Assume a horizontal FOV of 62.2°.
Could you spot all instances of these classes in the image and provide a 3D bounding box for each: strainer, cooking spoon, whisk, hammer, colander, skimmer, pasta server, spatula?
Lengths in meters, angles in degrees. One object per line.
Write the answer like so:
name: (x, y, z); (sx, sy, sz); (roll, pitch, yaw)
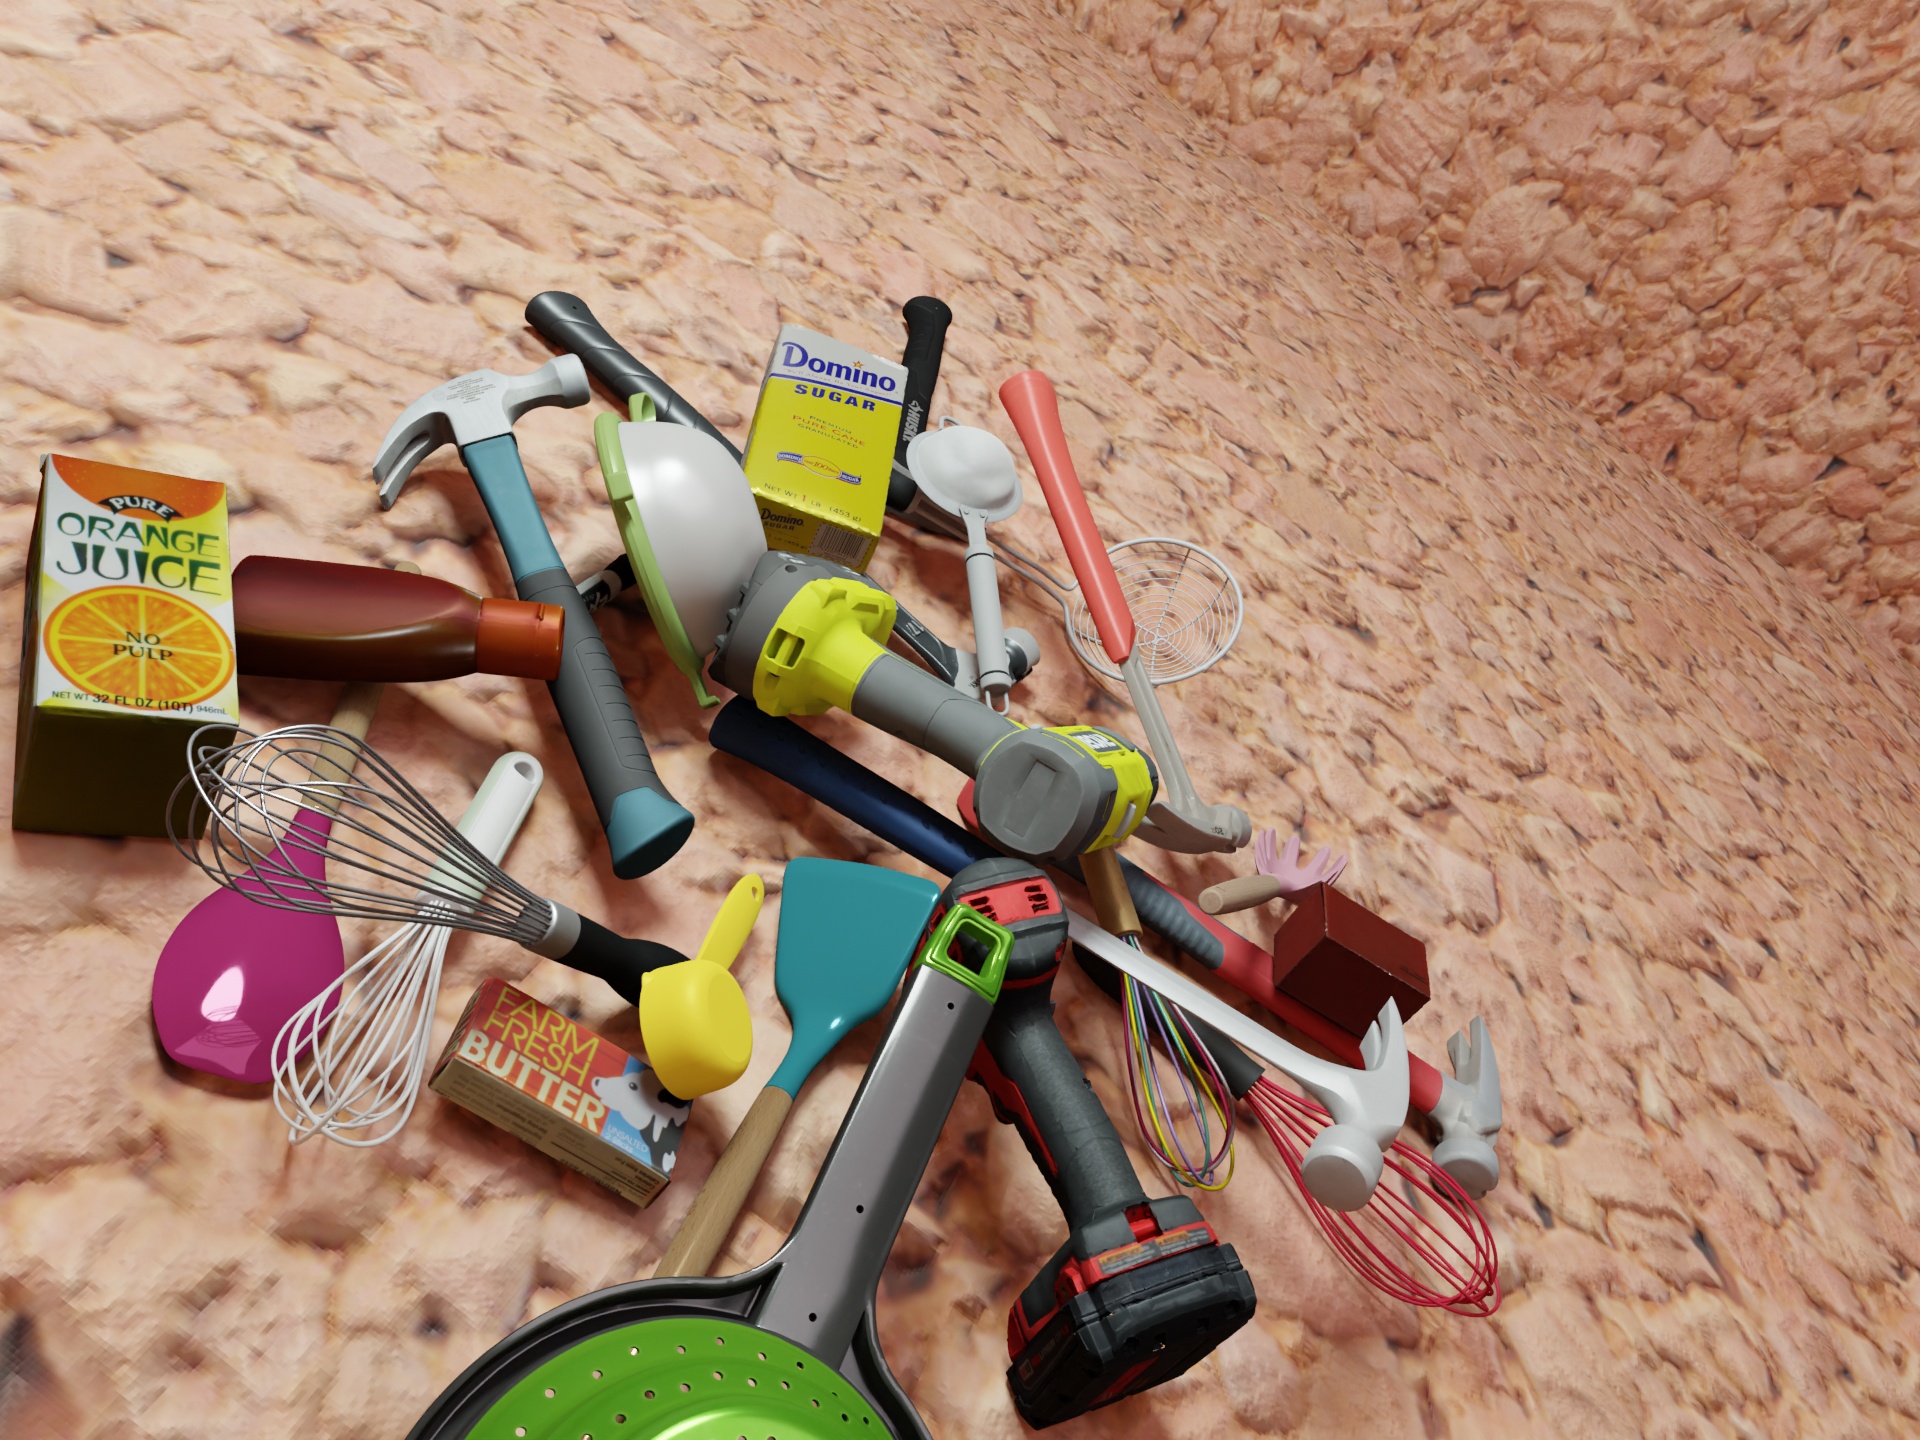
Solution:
strainer: (0.014, -0.114, 1.042); (0.086, 0.050, 0.259); (8, 57, -24)
cooking spoon: (-0.282, 0.026, 0.710); (0.068, 0.017, 0.319); (23, 36, -21)
whisk: (0.175, 0.214, 0.874); (0.296, 0.073, 0.073); (41, 33, 16)
hammer: (0.169, 0.136, 0.975); (0.386, 0.038, 0.143); (34, 32, -4)
whisk: (-0.185, 0.071, 0.629); (0.284, 0.070, 0.070); (41, 19, -52)
hammer: (0.091, -0.081, 1.044); (0.149, 0.036, 0.359); (18, 48, -56)
hammer: (-0.210, -0.062, 0.819); (0.128, 0.033, 0.331); (-19, 59, -17)
hammer: (-0.032, -0.257, 1.269); (0.146, 0.035, 0.335); (27, 35, -14)
colander: (-0.048, 0.209, 0.527); (0.204, 0.094, 0.397); (32, 53, -6)
skimmer: (0.031, -0.137, 1.112); (0.363, 0.090, 0.127); (28, 62, -20)
hammer: (0.046, 0.096, 0.825); (0.406, 0.035, 0.144); (30, 29, 15)
strainer: (-0.154, -0.135, 0.914); (0.069, 0.151, 0.257); (-17, 38, -1)
whisk: (0.098, 0.140, 0.870); (0.047, 0.051, 0.245); (-7, 56, -14)
pasta server: (0.181, 0.092, 0.943); (0.060, 0.040, 0.316); (20, 4, 20)
whisk: (-0.222, 0.085, 0.671); (0.057, 0.059, 0.247); (42, 26, -19)
hammer: (-0.132, -0.144, 1.041); (0.409, 0.036, 0.149); (42, 35, 7)
spatula: (-0.092, 0.173, 0.685); (0.082, 0.044, 0.318); (9, 34, 14)

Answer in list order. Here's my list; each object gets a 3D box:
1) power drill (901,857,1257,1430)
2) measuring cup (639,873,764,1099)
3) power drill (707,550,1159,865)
power drill: (0.035, 0.185, 0.710); (0.078, 0.143, 0.220); (-10, 57, -24)
measuring cup: (-0.102, 0.108, 0.716); (0.157, 0.029, 0.062); (-70, 140, -64)
power drill: (-0.001, -0.003, 0.853); (0.228, 0.080, 0.190); (30, 11, 17)
